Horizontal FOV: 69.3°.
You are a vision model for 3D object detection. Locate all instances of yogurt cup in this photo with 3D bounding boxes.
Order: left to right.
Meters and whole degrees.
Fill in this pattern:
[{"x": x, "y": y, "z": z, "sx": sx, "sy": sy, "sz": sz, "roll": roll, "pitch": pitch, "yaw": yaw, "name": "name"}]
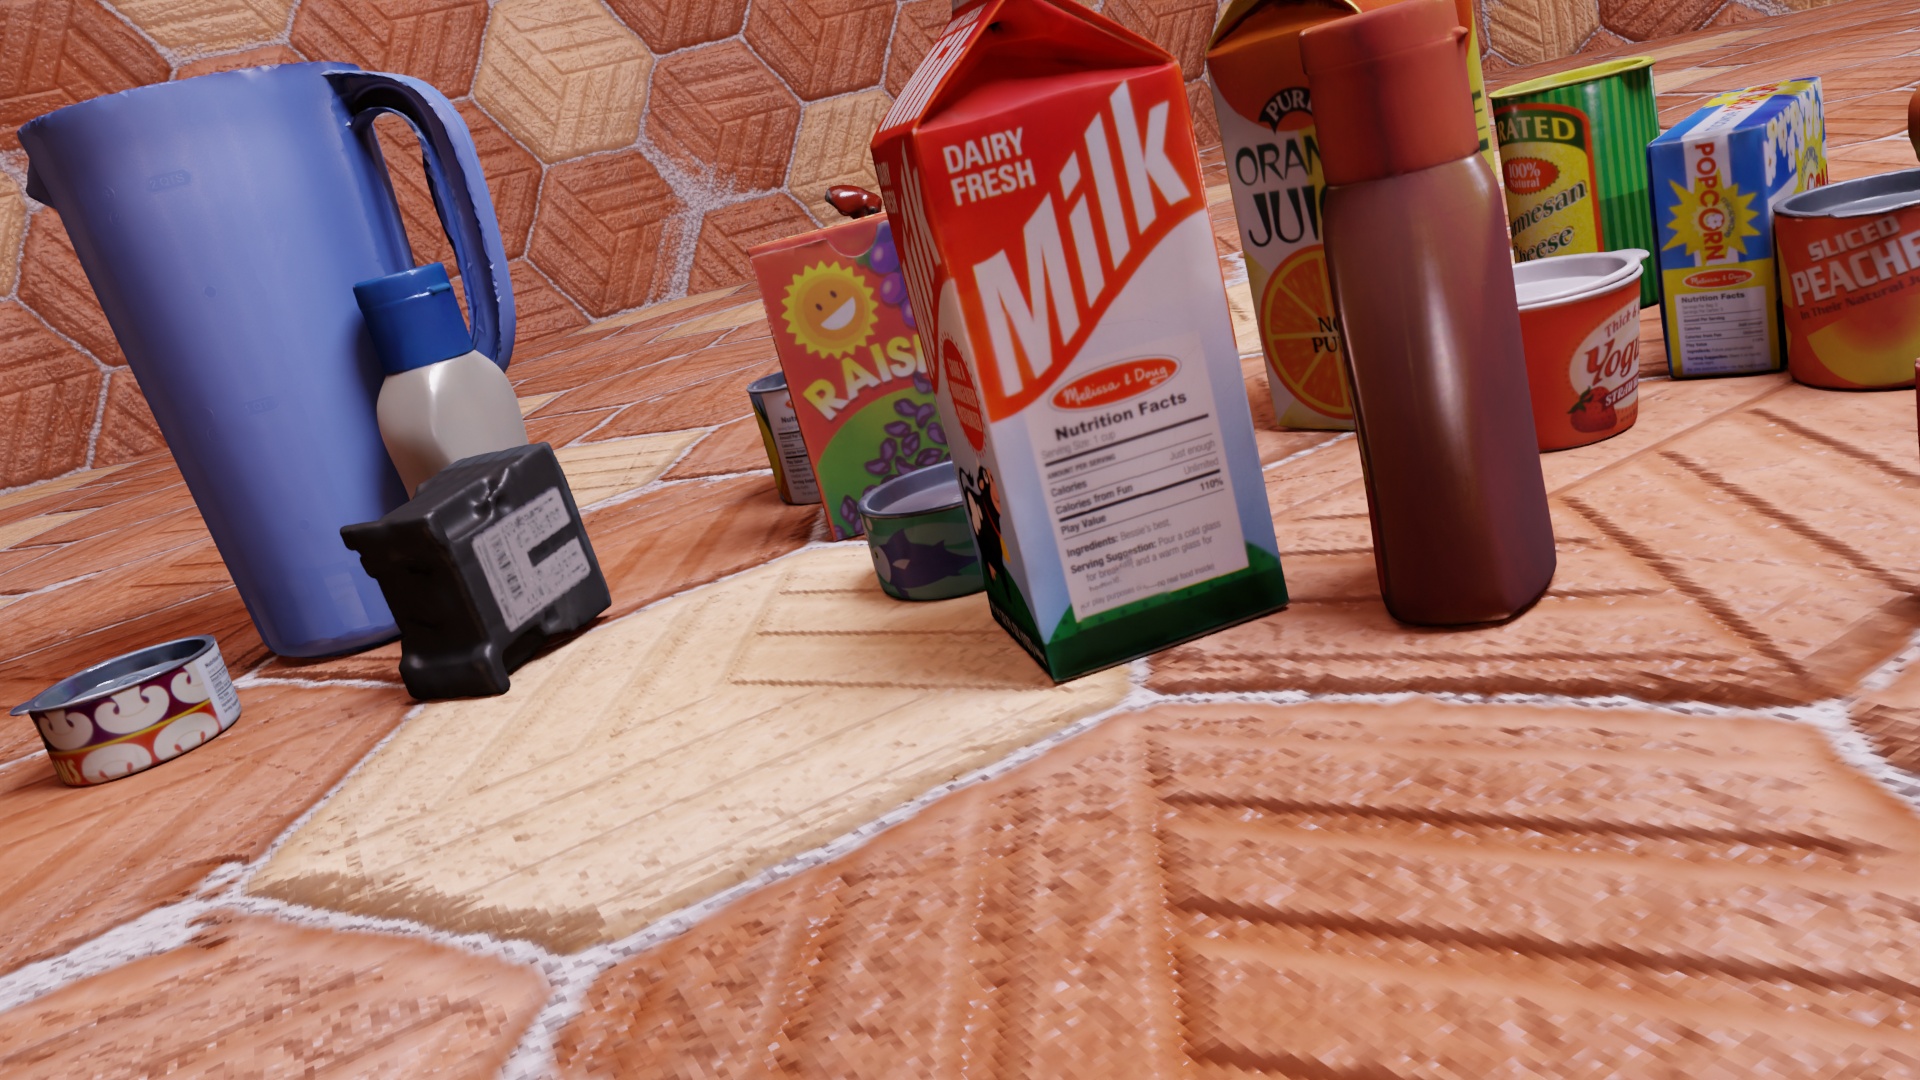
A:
[{"x": 0.196, "y": -0.063, "z": 0.469, "sx": 0.072, "sy": 0.053, "sz": 0.072, "roll": -14, "pitch": 16, "yaw": 4, "name": "yogurt cup"}]

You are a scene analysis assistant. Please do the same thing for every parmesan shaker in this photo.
[{"x": 0.279, "y": -0.155, "z": 0.618, "sx": 0.071, "sy": 0.102, "sz": 0.071, "roll": -14, "pitch": 16, "yaw": 4, "name": "parmesan shaker"}]

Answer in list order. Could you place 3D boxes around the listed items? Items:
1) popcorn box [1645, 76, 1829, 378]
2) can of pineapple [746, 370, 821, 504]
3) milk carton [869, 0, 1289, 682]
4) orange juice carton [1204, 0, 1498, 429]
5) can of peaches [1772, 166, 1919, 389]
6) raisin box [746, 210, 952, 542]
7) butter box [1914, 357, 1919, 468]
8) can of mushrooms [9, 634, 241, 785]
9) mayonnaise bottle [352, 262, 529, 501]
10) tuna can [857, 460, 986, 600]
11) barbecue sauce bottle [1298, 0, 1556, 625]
[{"x": 0.292, "y": -0.119, "z": 0.516, "sx": 0.038, "sy": 0.085, "sz": 0.127, "roll": -1, "pitch": 21, "yaw": 40, "name": "popcorn box"}, {"x": -0.062, "y": -0.055, "z": 0.667, "sx": 0.071, "sy": 0.057, "sz": 0.071, "roll": -14, "pitch": 16, "yaw": 4, "name": "can of pineapple"}, {"x": 0.027, "y": -0.067, "z": 0.386, "sx": 0.073, "sy": 0.190, "sz": 0.072, "roll": -17, "pitch": 16, "yaw": -9, "name": "milk carton"}, {"x": 0.152, "y": -0.143, "z": 0.529, "sx": 0.072, "sy": 0.192, "sz": 0.073, "roll": -26, "pitch": 19, "yaw": -34, "name": "orange juice carton"}, {"x": 0.298, "y": -0.084, "z": 0.442, "sx": 0.071, "sy": 0.058, "sz": 0.071, "roll": -14, "pitch": 16, "yaw": 4, "name": "can of peaches"}, {"x": -0.029, "y": -0.071, "z": 0.571, "sx": 0.086, "sy": 0.123, "sz": 0.040, "roll": -15, "pitch": 15, "yaw": 1, "name": "raisin box"}, {"x": 0.251, "y": -0.020, "z": 0.277, "sx": 0.103, "sy": 0.053, "sz": 0.024, "roll": -12, "pitch": 16, "yaw": 11, "name": "butter box"}, {"x": -0.317, "y": 0.065, "z": 0.531, "sx": 0.071, "sy": 0.033, "sz": 0.071, "roll": -14, "pitch": 16, "yaw": 4, "name": "can of mushrooms"}, {"x": -0.207, "y": -0.039, "z": 0.575, "sx": 0.041, "sy": 0.147, "sz": 0.065, "roll": -8, "pitch": 17, "yaw": 25, "name": "mayonnaise bottle"}, {"x": 0.002, "y": -0.006, "z": 0.488, "sx": 0.071, "sy": 0.032, "sz": 0.071, "roll": -14, "pitch": 16, "yaw": 4, "name": "tuna can"}, {"x": 0.117, "y": -0.057, "z": 0.348, "sx": 0.043, "sy": 0.148, "sz": 0.065, "roll": -6, "pitch": 18, "yaw": 29, "name": "barbecue sauce bottle"}]
